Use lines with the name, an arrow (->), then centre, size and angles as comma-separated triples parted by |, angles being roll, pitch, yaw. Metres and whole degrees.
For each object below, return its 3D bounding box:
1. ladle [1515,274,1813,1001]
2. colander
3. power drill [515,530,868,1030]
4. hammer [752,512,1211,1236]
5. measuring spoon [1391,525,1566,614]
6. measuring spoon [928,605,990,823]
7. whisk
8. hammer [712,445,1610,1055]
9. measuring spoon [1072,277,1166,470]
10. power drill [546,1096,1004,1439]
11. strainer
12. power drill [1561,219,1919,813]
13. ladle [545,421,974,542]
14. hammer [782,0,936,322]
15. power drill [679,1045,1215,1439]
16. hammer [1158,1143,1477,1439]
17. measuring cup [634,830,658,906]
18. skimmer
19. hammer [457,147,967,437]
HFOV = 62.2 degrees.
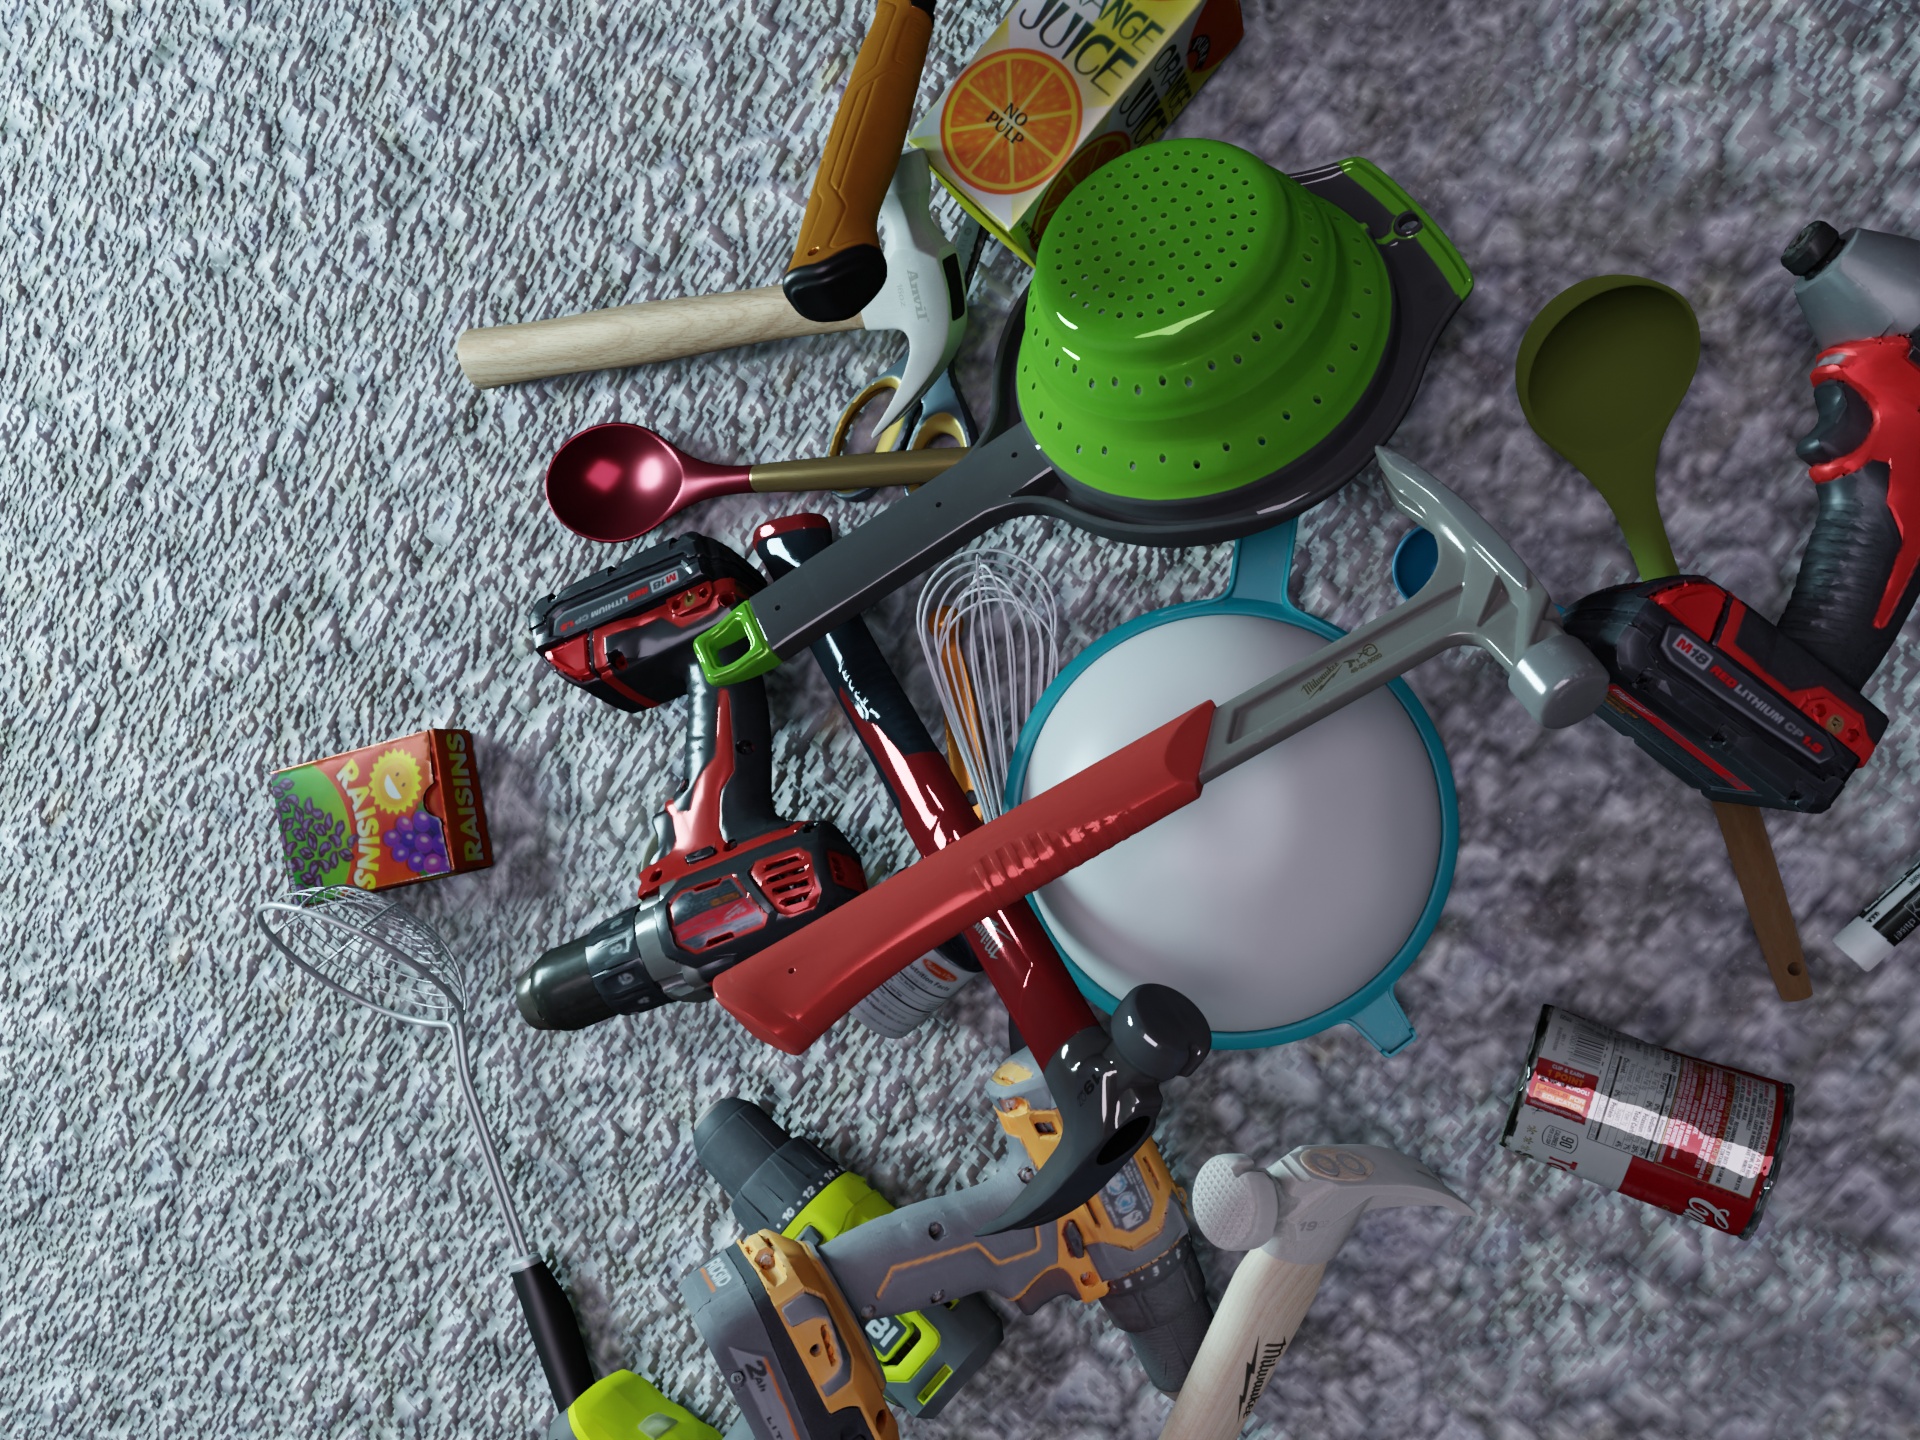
ladle -> 0.313, -0.035, 0.679 | 0.078, 0.062, 0.320 | -16, 86, 4
colander -> 0.030, -0.144, 0.716 | 0.397, 0.094, 0.205 | -32, 57, 7
power drill -> -0.157, 0.038, 0.815 | 0.188, 0.080, 0.227 | -23, 67, 13
hammer -> -0.024, 0.044, 0.746 | 0.143, 0.038, 0.387 | -58, 46, 31
measuring spoon -> 0.257, -0.048, 0.725 | 0.128, 0.021, 0.042 | 31, 98, 10
measuring spoon -> -0.001, -0.003, 0.825 | 0.021, 0.011, 0.117 | -10, 86, 21
whisk -> 0.025, 0.056, 0.795 | 0.070, 0.070, 0.284 | -6, 91, 21
hammer -> 0.061, 0.023, 0.639 | 0.359, 0.036, 0.149 | -29, 49, 1
measuring spoon -> 0.078, -0.176, 0.792 | 0.034, 0.018, 0.124 | -27, 79, 19
power drill -> -0.113, 0.331, 0.833 | 0.191, 0.080, 0.228 | 41, 101, 16
strainer -> 0.130, -0.019, 0.709 | 0.211, 0.095, 0.340 | 8, 87, 7
power drill -> 0.339, -0.084, 0.627 | 0.143, 0.078, 0.219 | 37, 89, -2
ladle -> -0.086, -0.131, 0.838 | 0.315, 0.031, 0.069 | 1, 85, 26
hammer -> -0.037, -0.317, 0.745 | 0.127, 0.034, 0.337 | -2, 58, 23
power drill -> 0.009, 0.274, 0.733 | 0.226, 0.084, 0.185 | -27, 95, -17
hammer -> 0.100, 0.373, 0.746 | 0.038, 0.146, 0.410 | 45, 119, 52
measuring cup -> -0.166, 0.109, 0.877 | 0.167, 0.038, 0.083 | -36, 77, 19
skimmer -> -0.293, 0.260, 0.897 | 0.127, 0.090, 0.363 | -30, 80, 52
hammer -> -0.143, -0.207, 0.844 | 0.331, 0.031, 0.130 | 0, 118, 32
